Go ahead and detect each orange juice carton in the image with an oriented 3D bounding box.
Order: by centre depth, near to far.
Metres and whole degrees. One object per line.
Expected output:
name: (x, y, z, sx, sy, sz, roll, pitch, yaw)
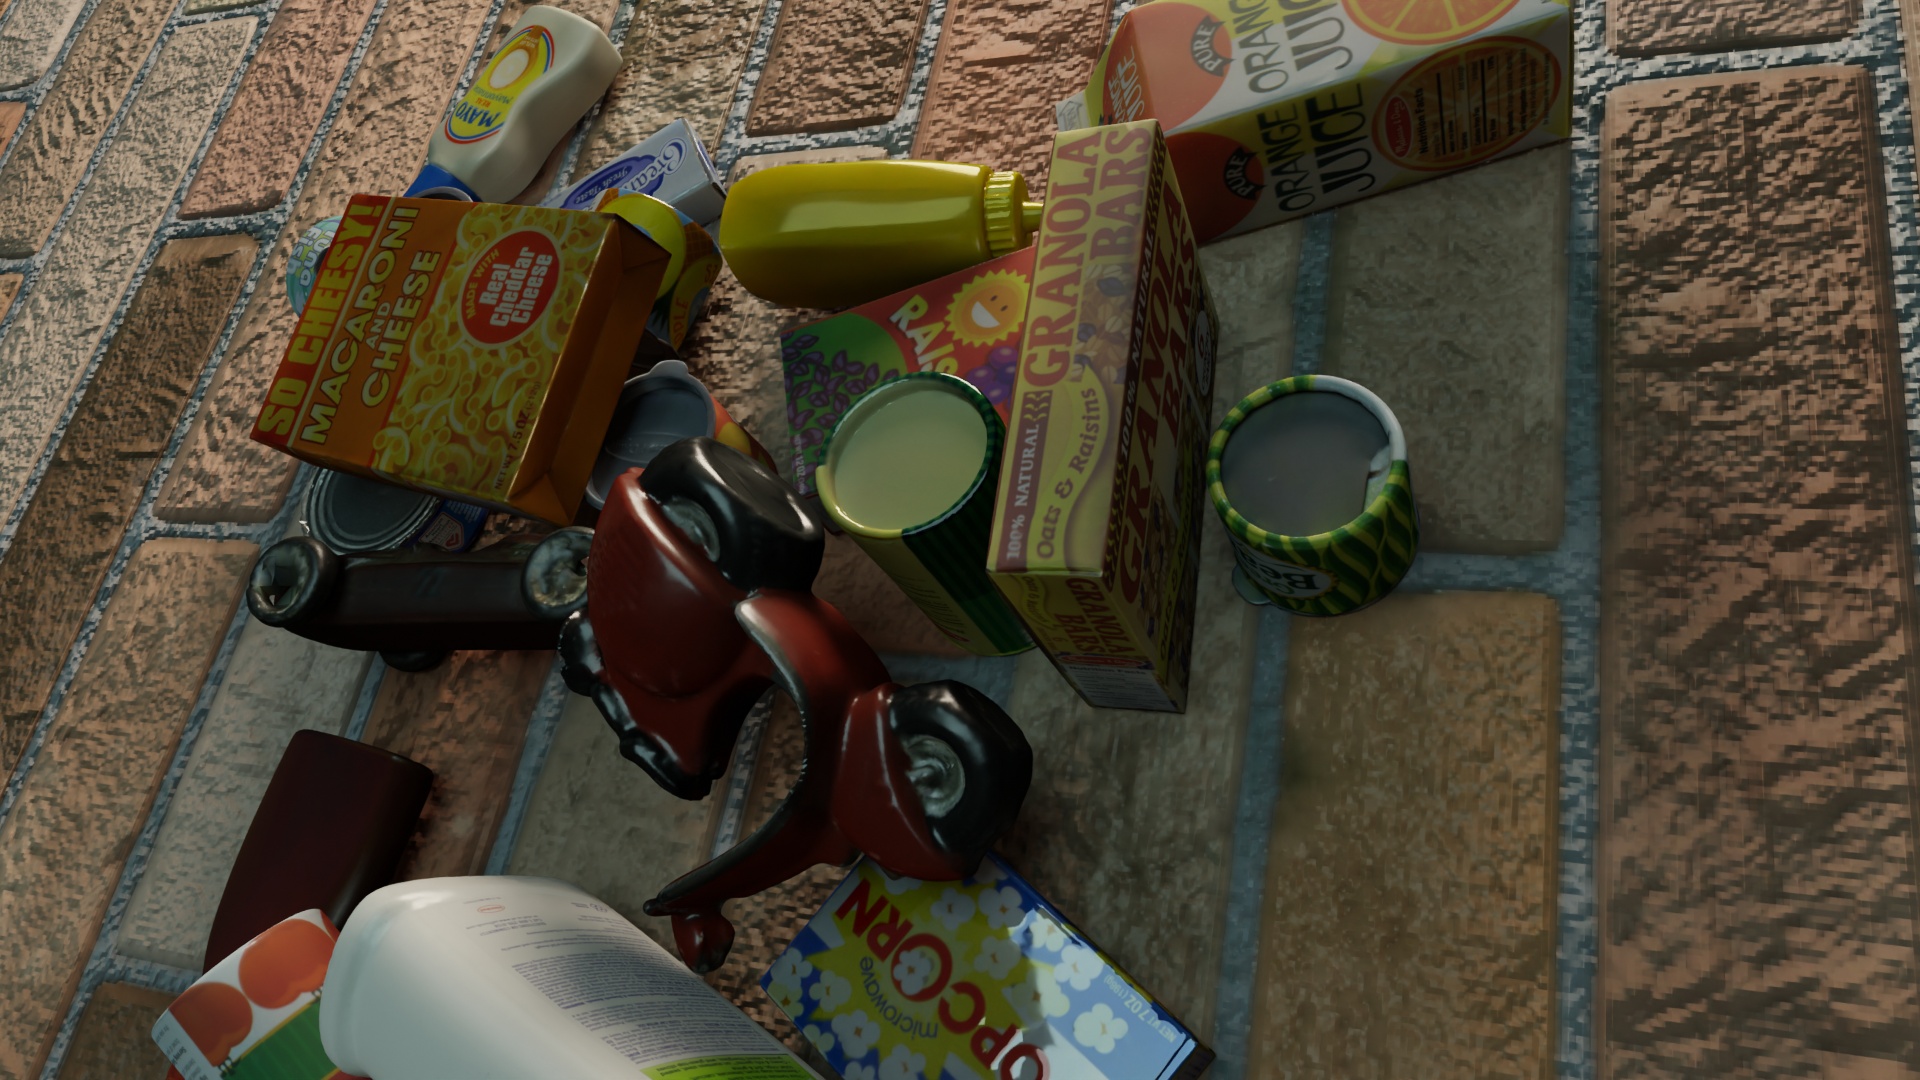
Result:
orange juice carton: (0.132, -0.179, 0.551, 0.192, 0.073, 0.072, -14, 61, 16)

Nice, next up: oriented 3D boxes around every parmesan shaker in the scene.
parmesan shaker: (0.002, -0.006, 0.496, 0.071, 0.102, 0.071, -9, 62, 18)

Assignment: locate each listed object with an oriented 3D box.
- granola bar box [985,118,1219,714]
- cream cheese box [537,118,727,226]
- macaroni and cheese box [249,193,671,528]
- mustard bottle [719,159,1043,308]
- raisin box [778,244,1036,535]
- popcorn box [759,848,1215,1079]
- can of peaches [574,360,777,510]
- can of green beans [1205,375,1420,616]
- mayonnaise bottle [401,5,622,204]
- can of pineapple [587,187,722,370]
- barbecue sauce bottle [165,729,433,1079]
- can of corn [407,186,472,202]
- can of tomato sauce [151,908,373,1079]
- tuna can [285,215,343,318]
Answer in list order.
granola bar box: (0.055, -0.039, 0.479, 0.039, 0.124, 0.166, 0, 64, 21)
cream cheese box: (-0.169, -0.163, 0.694, 0.104, 0.024, 0.053, -29, 58, 6)
macaroni and cheese box: (-0.214, -0.080, 0.590, 0.166, 0.040, 0.124, 12, 78, 31)
mustard bottle: (-0.021, -0.134, 0.599, 0.160, 0.065, 0.049, -1, 70, 15)
raisin box: (-0.009, -0.062, 0.568, 0.123, 0.040, 0.086, -16, 59, 13)
popcorn box: (0.006, 0.154, 0.451, 0.127, 0.038, 0.085, 36, 80, 33)
can of peaches: (-0.117, -0.031, 0.584, 0.071, 0.058, 0.071, -10, 61, 18)
can of green beans: (0.122, -0.015, 0.479, 0.071, 0.057, 0.071, -9, 61, 18)
mayonnaise bottle: (-0.247, -0.217, 0.743, 0.065, 0.041, 0.148, 26, 76, 29)
can of pineapple: (-0.149, -0.119, 0.639, 0.071, 0.071, 0.058, 14, 71, 28)
barbecue sauce bottle: (-0.271, 0.154, 0.560, 0.065, 0.043, 0.149, 8, 68, 24)
can of corn: (-0.252, -0.129, 0.689, 0.071, 0.058, 0.071, -9, 62, 18)
can of tomato sauce: (-0.231, 0.184, 0.498, 0.071, 0.071, 0.083, -42, 85, -2)
tuna can: (-0.305, -0.131, 0.705, 0.033, 0.071, 0.071, 21, 74, 31)
